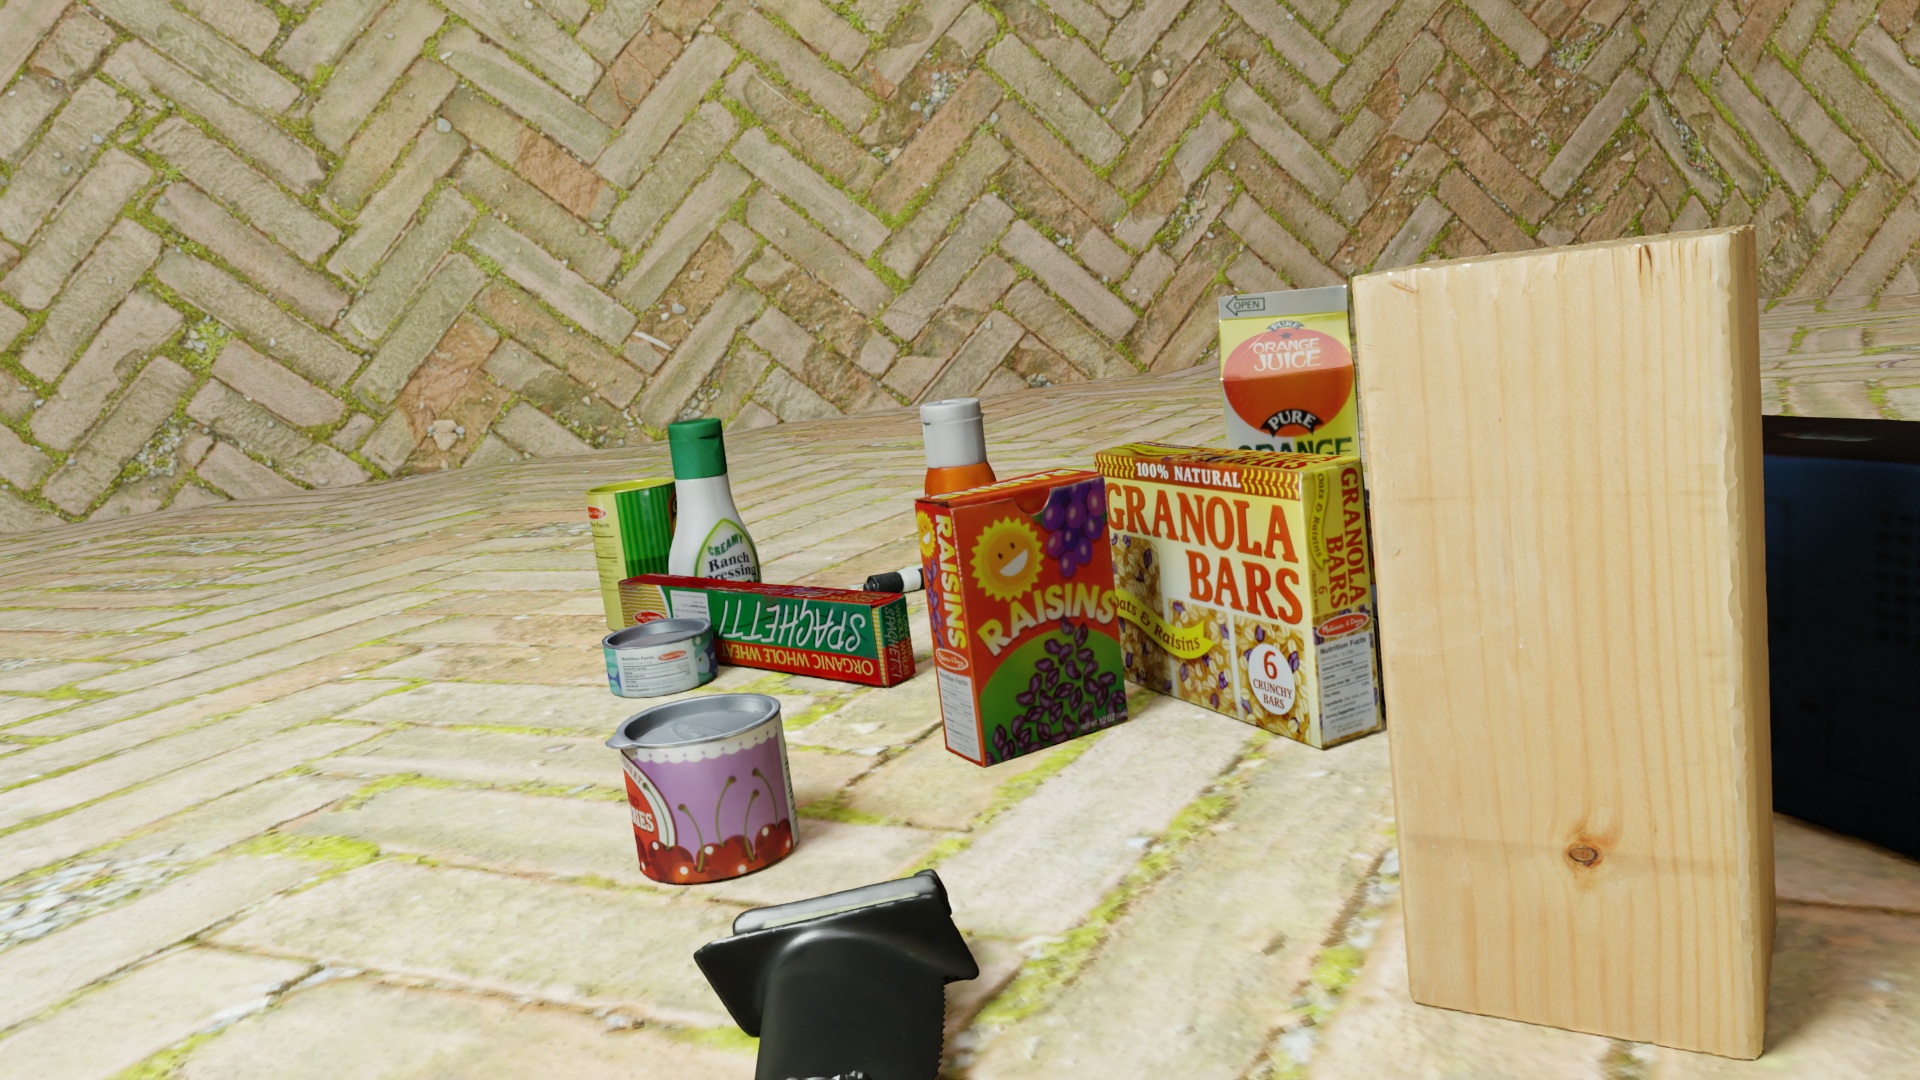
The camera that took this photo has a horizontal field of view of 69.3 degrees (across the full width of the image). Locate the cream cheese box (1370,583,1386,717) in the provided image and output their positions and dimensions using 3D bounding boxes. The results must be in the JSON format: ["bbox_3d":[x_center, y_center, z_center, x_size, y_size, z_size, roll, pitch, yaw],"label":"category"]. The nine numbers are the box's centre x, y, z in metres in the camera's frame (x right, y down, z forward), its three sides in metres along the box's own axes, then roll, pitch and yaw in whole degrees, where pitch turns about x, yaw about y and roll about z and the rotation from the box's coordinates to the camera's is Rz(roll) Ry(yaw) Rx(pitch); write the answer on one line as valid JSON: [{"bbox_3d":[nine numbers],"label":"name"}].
[{"bbox_3d":[0.201,0.055,0.615,0.024,0.053,0.104,-7,10,-2],"label":"cream cheese box"}]

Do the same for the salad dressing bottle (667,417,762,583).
[{"bbox_3d":[-0.173,-0.009,0.952,0.064,0.147,0.044,-16,13,-41],"label":"salad dressing bottle"}]

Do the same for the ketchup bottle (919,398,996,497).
[{"bbox_3d":[0.003,-0.011,0.842,0.043,0.148,0.065,-10,10,-18],"label":"ketchup bottle"}]

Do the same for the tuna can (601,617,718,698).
[{"bbox_3d":[-0.182,0.070,0.844,0.071,0.032,0.071,-7,10,1],"label":"tuna can"}]

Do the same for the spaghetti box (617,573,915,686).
[{"bbox_3d":[-0.126,0.052,0.858,0.250,0.050,0.029,2,13,42],"label":"spaghetti box"}]

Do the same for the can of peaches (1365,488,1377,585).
[{"bbox_3d":[0.254,0.001,0.865,0.071,0.058,0.071,-7,10,1],"label":"can of peaches"}]

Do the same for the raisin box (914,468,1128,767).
[{"bbox_3d":[0.029,0.034,0.652,0.086,0.123,0.040,-12,11,-29],"label":"raisin box"}]

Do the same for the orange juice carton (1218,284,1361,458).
[{"bbox_3d":[0.188,-0.044,0.780,0.072,0.192,0.073,-4,10,15],"label":"orange juice carton"}]

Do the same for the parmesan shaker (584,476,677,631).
[{"bbox_3d":[-0.235,0.009,1.021,0.071,0.103,0.071,-7,10,1],"label":"parmesan shaker"}]

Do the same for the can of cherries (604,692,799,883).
[{"bbox_3d":[-0.104,0.099,0.561,0.071,0.058,0.071,-7,10,1],"label":"can of cherries"}]

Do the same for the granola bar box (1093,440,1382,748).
[{"bbox_3d":[0.128,0.018,0.667,0.039,0.124,0.165,-11,11,-25],"label":"granola bar box"}]
